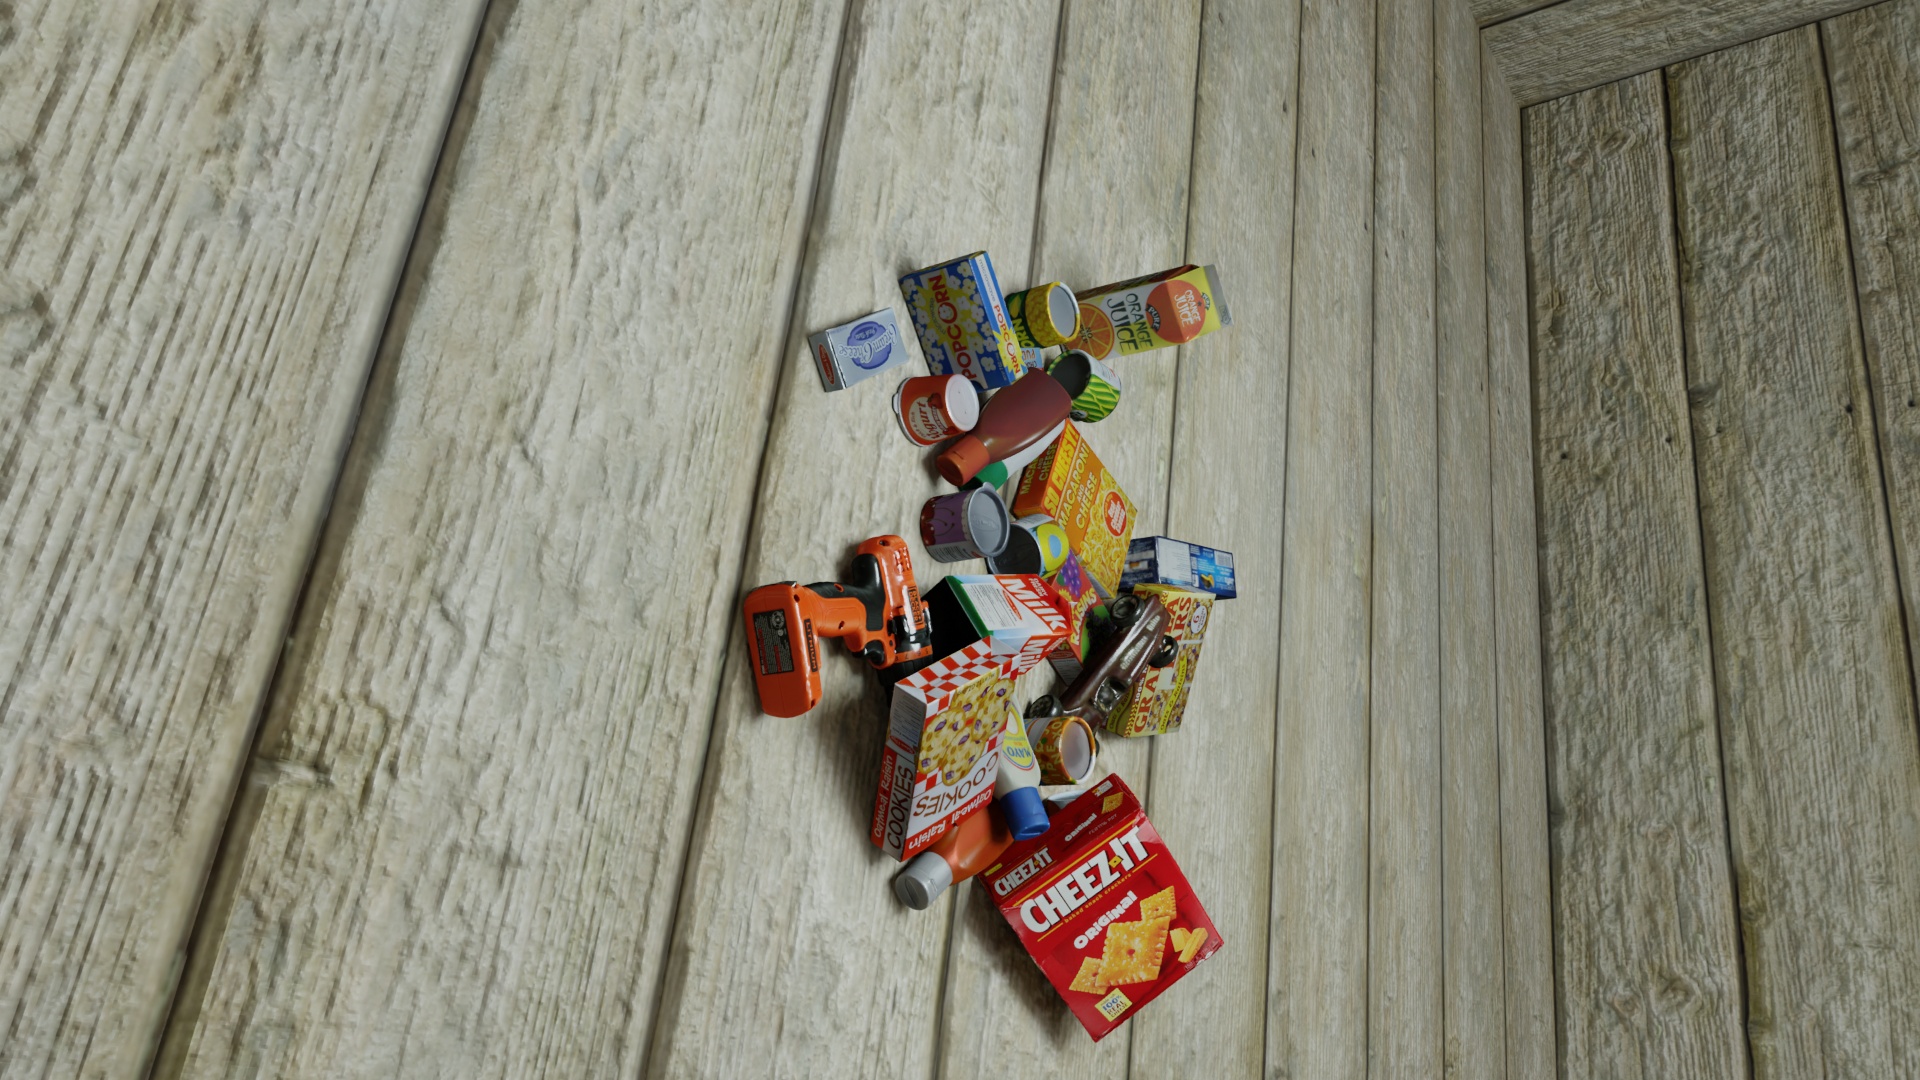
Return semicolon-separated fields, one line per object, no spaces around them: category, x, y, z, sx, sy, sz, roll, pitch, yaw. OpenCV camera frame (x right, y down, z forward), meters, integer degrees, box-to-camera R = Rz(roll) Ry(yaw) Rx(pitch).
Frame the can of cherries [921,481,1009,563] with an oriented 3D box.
can of cherries;0.005;-0.016;1.312;0.071;0.058;0.071;16;70;-51

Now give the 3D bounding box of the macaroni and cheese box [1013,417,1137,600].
macaroni and cheese box;0.125;-0.031;1.497;0.166;0.040;0.124;48;47;-37

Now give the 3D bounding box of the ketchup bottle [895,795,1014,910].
ketchup bottle;-0.003;0.276;1.247;0.149;0.043;0.064;-33;103;-52

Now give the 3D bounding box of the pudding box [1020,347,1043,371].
pudding box;0.041;-0.176;1.406;0.084;0.049;0.030;-11;90;-55

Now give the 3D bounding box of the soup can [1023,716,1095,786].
soup can;0.077;0.202;1.340;0.071;0.083;0.071;17;69;-51

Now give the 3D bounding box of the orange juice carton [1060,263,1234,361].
orange juice carton;0.202;-0.249;1.521;0.073;0.192;0.071;-39;115;-49

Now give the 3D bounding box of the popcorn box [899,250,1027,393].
popcorn box;0.003;-0.205;1.329;0.038;0.085;0.126;-38;113;-52

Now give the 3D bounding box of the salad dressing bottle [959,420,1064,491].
salad dressing bottle;0.051;-0.093;1.394;0.148;0.064;0.044;-48;121;-39

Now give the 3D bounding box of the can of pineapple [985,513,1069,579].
can of pineapple;0.067;0.012;1.384;0.058;0.071;0.071;-20;99;-54

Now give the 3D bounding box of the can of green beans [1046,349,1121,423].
can of green beans;0.133;-0.168;1.515;0.058;0.071;0.071;23;64;-49

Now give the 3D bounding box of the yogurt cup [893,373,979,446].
yogurt cup;-0.019;-0.126;1.308;0.072;0.054;0.072;17;69;-52

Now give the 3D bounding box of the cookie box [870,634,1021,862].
cookie box;-0.012;0.177;1.183;0.123;0.040;0.166;-23;132;-46

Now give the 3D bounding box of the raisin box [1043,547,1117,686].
raisin box;0.112;0.080;1.454;0.123;0.040;0.086;58;43;-31

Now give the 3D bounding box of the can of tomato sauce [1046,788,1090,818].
can of tomato sauce;0.122;0.297;1.397;0.071;0.071;0.083;-3;85;-54

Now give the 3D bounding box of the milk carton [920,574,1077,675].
milk carton;0.037;0.081;1.302;0.191;0.072;0.073;1;52;-53

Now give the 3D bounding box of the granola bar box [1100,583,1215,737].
granola bar box;0.217;0.131;1.536;0.124;0.039;0.165;5;101;-52

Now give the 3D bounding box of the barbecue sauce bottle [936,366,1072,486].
barbecue sauce bottle;0.039;-0.107;1.344;0.065;0.043;0.149;42;60;14

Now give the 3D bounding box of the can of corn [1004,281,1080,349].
can of corn;0.085;-0.235;1.472;0.071;0.058;0.071;17;69;-51

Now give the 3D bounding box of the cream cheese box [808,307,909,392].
cream cheese box;-0.090;-0.172;1.247;0.104;0.024;0.053;-33;110;-52

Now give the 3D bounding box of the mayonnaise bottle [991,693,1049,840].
mayonnaise bottle;0.042;0.201;1.281;0.065;0.041;0.148;11;48;-43
